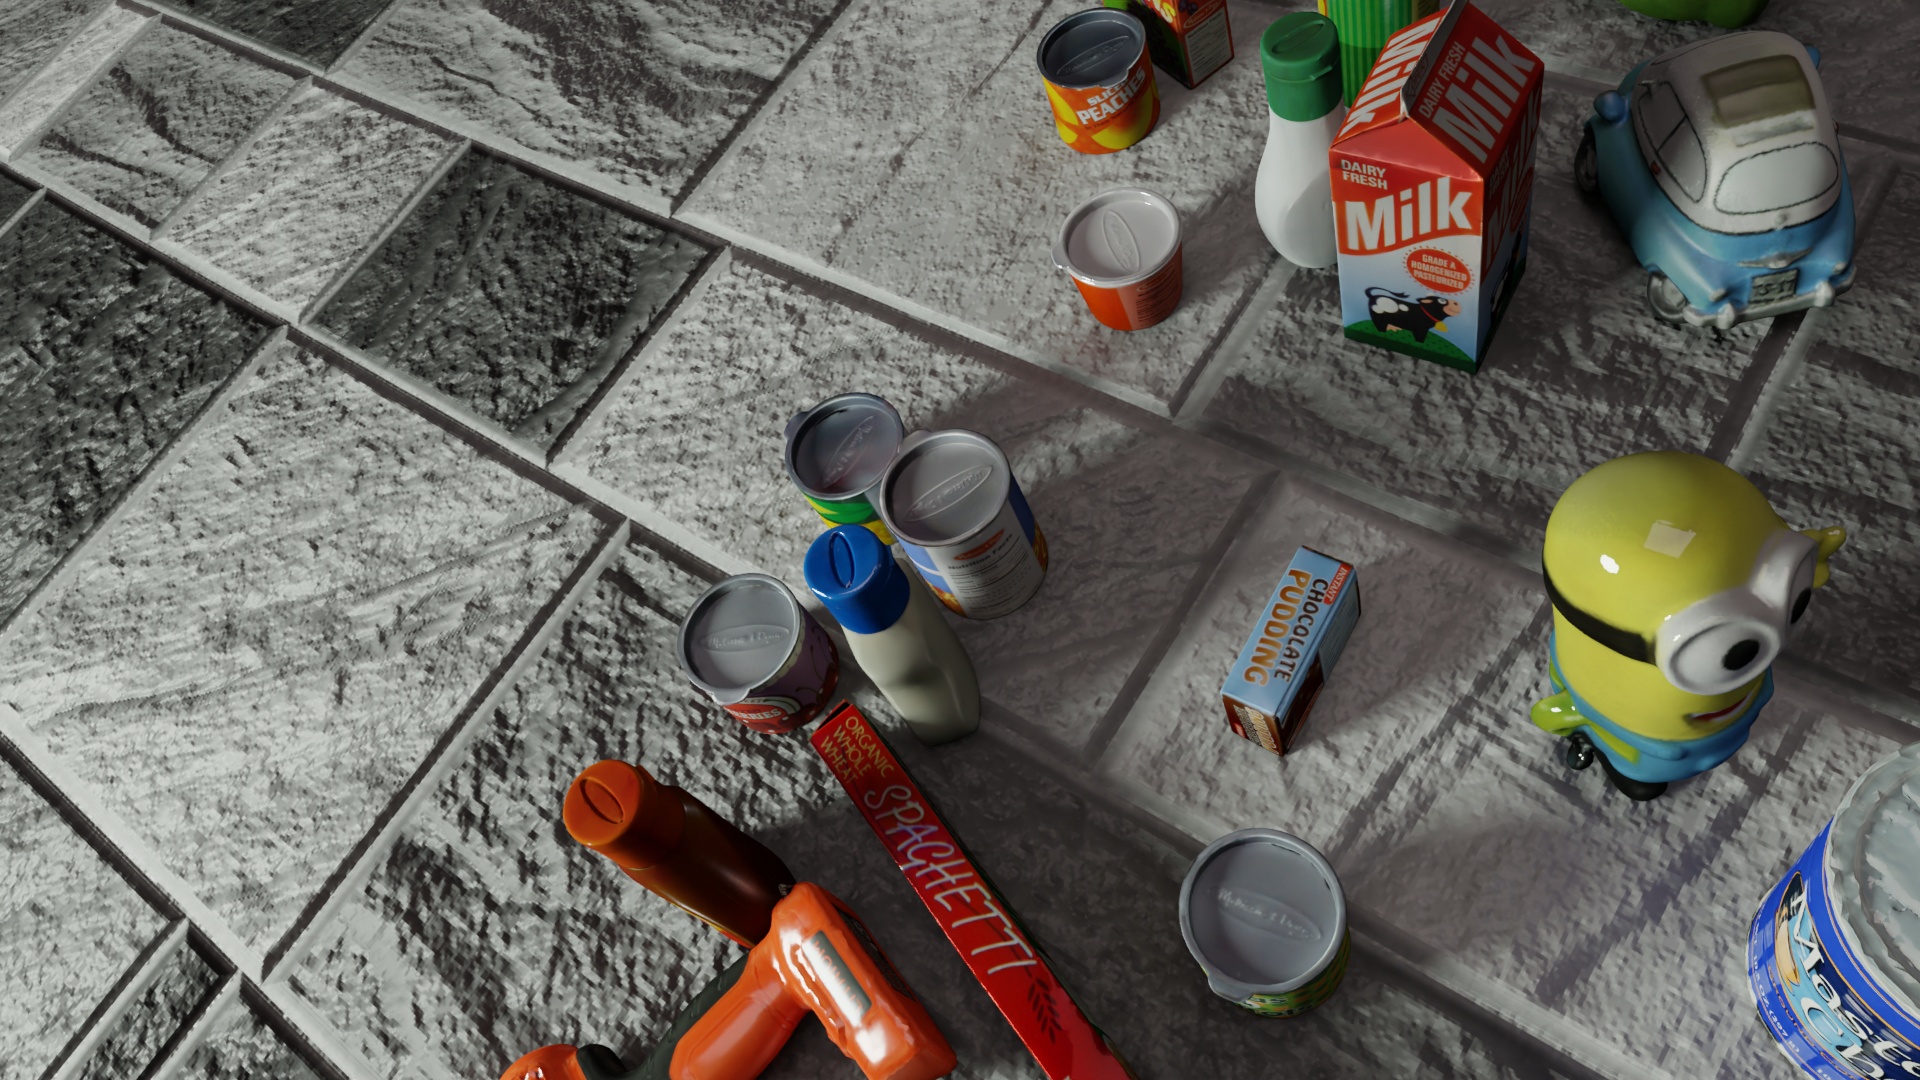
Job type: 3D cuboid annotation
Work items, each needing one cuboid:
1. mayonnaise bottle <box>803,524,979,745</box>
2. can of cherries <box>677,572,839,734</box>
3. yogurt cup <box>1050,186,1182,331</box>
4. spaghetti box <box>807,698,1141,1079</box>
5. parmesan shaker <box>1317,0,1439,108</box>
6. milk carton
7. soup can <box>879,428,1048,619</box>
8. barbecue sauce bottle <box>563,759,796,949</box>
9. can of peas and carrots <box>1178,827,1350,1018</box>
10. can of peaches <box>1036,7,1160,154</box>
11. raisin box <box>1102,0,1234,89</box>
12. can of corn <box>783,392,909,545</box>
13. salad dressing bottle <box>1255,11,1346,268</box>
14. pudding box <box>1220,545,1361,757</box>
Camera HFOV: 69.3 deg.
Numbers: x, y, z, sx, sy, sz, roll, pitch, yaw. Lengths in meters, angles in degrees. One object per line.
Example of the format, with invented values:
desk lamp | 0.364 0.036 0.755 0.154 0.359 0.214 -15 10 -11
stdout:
mayonnaise bottle | -0.030 0.042 0.643 0.041 0.147 0.065 -20 58 7
can of cherries | -0.103 0.061 0.709 0.071 0.058 0.072 -8 60 14
yogurt cup | 0.093 -0.153 0.771 0.072 0.053 0.073 -8 60 14
spaghetti box | 0.012 0.172 0.614 0.029 0.050 0.251 -38 57 -5
parmesan shaker | 0.233 -0.298 0.779 0.071 0.102 0.071 -8 60 14
milk carton | 0.224 -0.167 0.655 0.073 0.190 0.072 22 70 27
soup can | 0.002 -0.009 0.700 0.071 0.083 0.071 -8 60 14
barbecue sauce bottle | -0.123 0.138 0.618 0.065 0.148 0.044 36 78 31
can of peas and carrots | 0.127 0.162 0.577 0.071 0.058 0.071 -8 60 14
can of peaches | 0.085 -0.276 0.841 0.071 0.058 0.071 -8 60 14
raisin box | 0.116 -0.344 0.831 0.040 0.123 0.086 -37 57 -4
can of corn | -0.055 -0.038 0.750 0.071 0.058 0.071 -8 60 14
salad dressing bottle | 0.180 -0.203 0.715 0.064 0.147 0.044 -30 57 0
pudding box | 0.153 0.051 0.638 0.030 0.049 0.084 23 71 28
